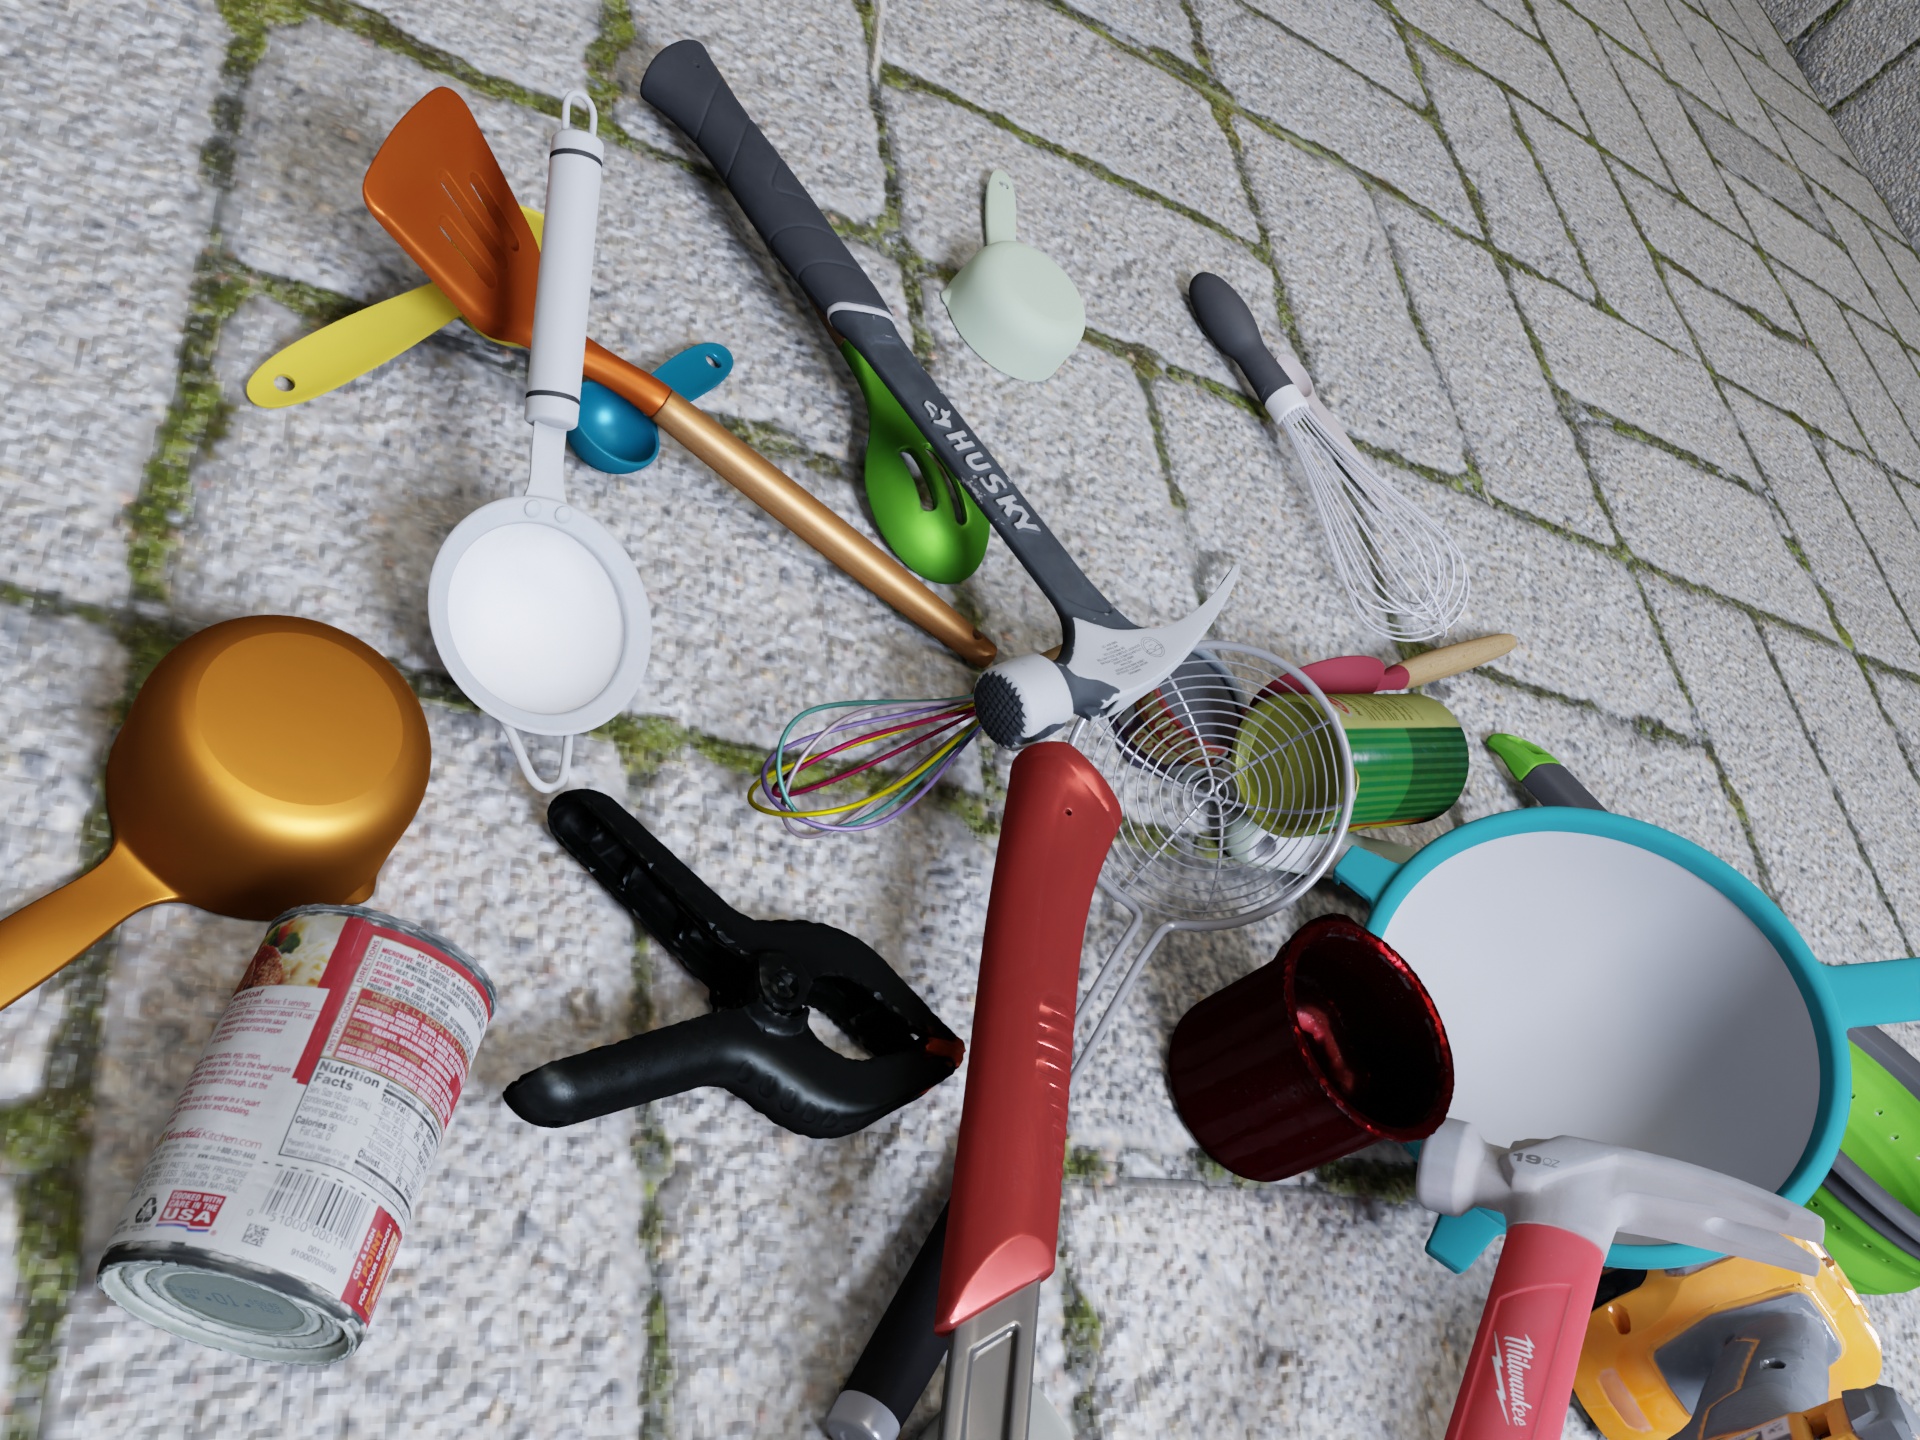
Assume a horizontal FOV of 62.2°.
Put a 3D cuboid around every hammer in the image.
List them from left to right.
[{"bbox_3d":[-0.030,-0.171,0.727,0.149,0.036,0.409,-21,67,-35],"label":"hammer"},{"bbox_3d":[0.006,0.147,0.508,0.149,0.036,0.359,15,47,-6],"label":"hammer"},{"bbox_3d":[0.166,0.278,0.486,0.386,0.143,0.038,-48,135,-45],"label":"hammer"}]

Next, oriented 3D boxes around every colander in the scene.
[{"bbox_3d":[0.401,0.170,0.863,0.204,0.094,0.398,4,40,-43],"label":"colander"}]

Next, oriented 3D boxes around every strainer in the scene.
[{"bbox_3d":[-0.147,-0.103,0.572,0.086,0.050,0.258,10,82,-43],"label":"strainer"},{"bbox_3d":[0.343,0.146,0.733,0.340,0.095,0.211,-6,58,-2],"label":"strainer"}]

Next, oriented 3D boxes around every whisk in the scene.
[{"bbox_3d":[-0.003,-0.003,0.676,0.245,0.047,0.051,-26,91,-51],"label":"whisk"},{"bbox_3d":[0.215,-0.167,0.963,0.070,0.070,0.285,-9,62,-43],"label":"whisk"},{"bbox_3d":[0.232,0.078,0.808,0.246,0.057,0.059,13,17,-28],"label":"whisk"}]

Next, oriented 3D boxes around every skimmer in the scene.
[{"bbox_3d":[0.049,0.101,0.604,0.127,0.090,0.363,20,42,18],"label":"skimmer"}]

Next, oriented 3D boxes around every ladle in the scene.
[{"bbox_3d":[0.257,-0.028,0.903,0.315,0.069,0.031,-13,71,-51],"label":"ladle"}]

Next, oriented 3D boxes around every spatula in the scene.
[{"bbox_3d":[-0.098,-0.119,0.651,0.322,0.041,0.081,37,44,-25],"label":"spatula"}]

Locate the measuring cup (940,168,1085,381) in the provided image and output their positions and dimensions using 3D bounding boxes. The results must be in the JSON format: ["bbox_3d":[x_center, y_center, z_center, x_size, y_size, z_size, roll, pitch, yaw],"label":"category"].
[{"bbox_3d":[0.033,-0.264,0.891,0.083,0.038,0.168,20,52,-28],"label":"measuring cup"}]

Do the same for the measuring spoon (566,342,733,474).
[{"bbox_3d":[-0.132,-0.136,0.684,0.042,0.021,0.129,47,33,-9],"label":"measuring spoon"}]

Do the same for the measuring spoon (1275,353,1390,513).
[{"bbox_3d":[0.235,-0.181,1.023,0.124,0.018,0.034,53,42,-6],"label":"measuring spoon"}]

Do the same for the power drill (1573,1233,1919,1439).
[{"bbox_3d":[0.279,0.286,0.622,0.084,0.185,0.226,58,20,8],"label":"power drill"}]

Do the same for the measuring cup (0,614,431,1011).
[{"bbox_3d":[-0.225,0.031,0.452,0.095,0.052,0.174,46,40,-3],"label":"measuring cup"}]

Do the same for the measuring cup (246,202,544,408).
[{"bbox_3d":[-0.214,-0.154,0.625,0.062,0.029,0.156,51,54,-5],"label":"measuring cup"}]

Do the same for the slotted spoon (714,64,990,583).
[{"bbox_3d":[-0.065,-0.205,0.778,0.070,0.031,0.314,-13,68,-40],"label":"slotted spoon"}]
